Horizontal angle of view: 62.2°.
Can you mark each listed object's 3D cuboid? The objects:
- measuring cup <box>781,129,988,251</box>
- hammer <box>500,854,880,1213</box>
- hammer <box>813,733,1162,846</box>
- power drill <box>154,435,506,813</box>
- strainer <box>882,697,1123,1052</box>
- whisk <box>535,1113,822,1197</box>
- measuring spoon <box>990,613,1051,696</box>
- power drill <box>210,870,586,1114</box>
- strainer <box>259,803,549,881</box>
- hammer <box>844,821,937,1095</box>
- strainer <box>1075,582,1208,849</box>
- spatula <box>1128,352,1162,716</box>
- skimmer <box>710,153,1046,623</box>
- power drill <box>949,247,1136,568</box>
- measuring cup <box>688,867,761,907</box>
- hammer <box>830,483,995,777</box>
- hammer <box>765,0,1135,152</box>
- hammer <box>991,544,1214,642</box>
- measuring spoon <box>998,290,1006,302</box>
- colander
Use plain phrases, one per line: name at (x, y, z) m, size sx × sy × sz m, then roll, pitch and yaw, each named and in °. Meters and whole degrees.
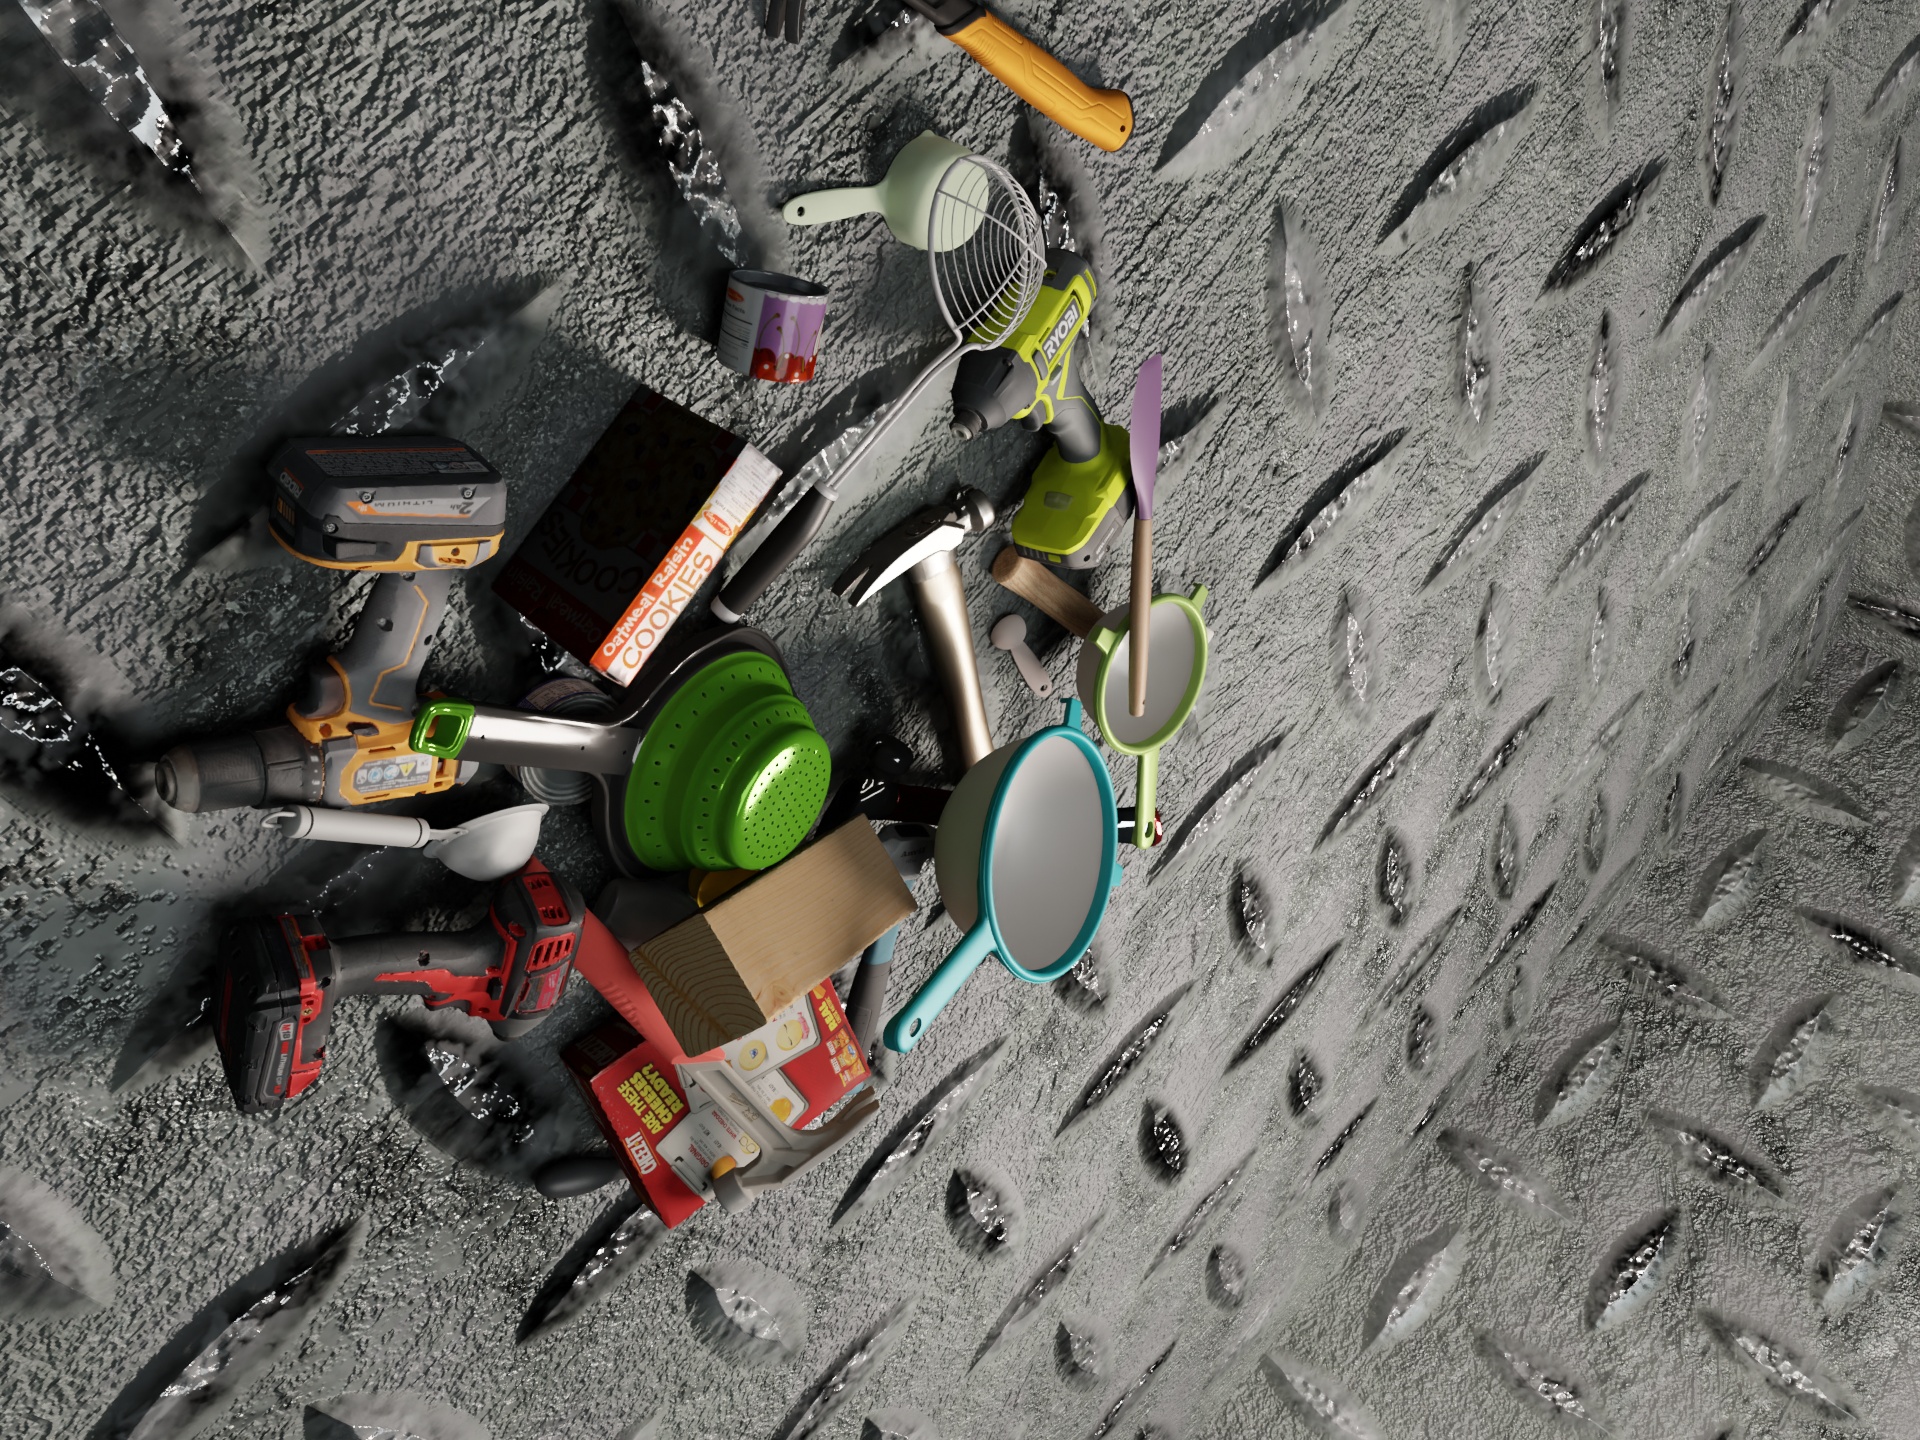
measuring cup at (-0.046, -0.351, 1.082) m, size 0.167 × 0.038 × 0.083 m, roll -24°, pitch 131°, yaw -38°
hammer at (-0.212, 0.225, 1.194) m, size 0.149 × 0.037 × 0.358 m, roll -36°, pitch 119°, yaw 0°
hammer at (0.040, 0.098, 1.437) m, size 0.386 × 0.038 × 0.143 m, roll 10°, pitch 120°, yaw -43°
power drill at (-0.363, -0.046, 0.922) m, size 0.185 × 0.084 × 0.226 m, roll -11°, pitch 128°, yaw -43°
strainer at (0.009, 0.140, 1.275) m, size 0.340 × 0.095 × 0.210 m, roll -46°, pitch 130°, yaw -42°
whisk at (-0.236, 0.372, 1.374) m, size 0.284 × 0.070 × 0.070 m, roll 0°, pitch 116°, yaw -42°
measuring spoon at (0.061, -0.052, 1.423) m, size 0.034 × 0.018 × 0.124 m, roll -40°, pitch 142°, yaw -3°
power drill at (-0.361, 0.175, 1.037) m, size 0.219 × 0.079 × 0.143 m, roll -7°, pitch 137°, yaw -36°
strainer at (-0.340, 0.074, 1.003) m, size 0.087 × 0.050 × 0.258 m, roll -28°, pitch 163°, yaw 17°
hammer at (-0.078, 0.218, 1.408) m, size 0.128 × 0.033 × 0.330 m, roll -9°, pitch 133°, yaw -30°
strainer at (0.153, -0.002, 1.457) m, size 0.151 × 0.069 × 0.256 m, roll -25°, pitch 126°, yaw -37°
spatula at (0.149, -0.143, 1.314) m, size 0.060 × 0.018 × 0.315 m, roll -41°, pitch 138°, yaw -49°
skimmer at (-0.070, -0.225, 1.118) m, size 0.363 × 0.090 × 0.127 m, roll -47°, pitch 152°, yaw 15°
power drill at (0.066, -0.228, 1.240) m, size 0.171 × 0.080 × 0.223 m, roll -59°, pitch 145°, yaw -22°
measuring cup at (-0.230, 0.149, 1.251) m, size 0.156 × 0.029 × 0.062 m, roll -29°, pitch 132°, yaw -15°
hammer at (-0.002, -0.004, 1.377) m, size 0.146 × 0.038 × 0.410 m, roll -38°, pitch 138°, yaw -22°
hammer at (0.012, -0.456, 1.078) m, size 0.336 × 0.034 × 0.127 m, roll 10°, pitch 107°, yaw -50°
hammer at (0.126, -0.082, 1.466) m, size 0.331 × 0.031 × 0.130 m, roll 28°, pitch 93°, yaw -52°
measuring spoon at (0.043, -0.288, 1.252) m, size 0.021 × 0.011 × 0.116 m, roll -51°, pitch 147°, yaw -29°
colander at (-0.197, 0.034, 1.077) m, size 0.396 × 0.094 × 0.204 m, roll 11°, pitch 104°, yaw -63°
